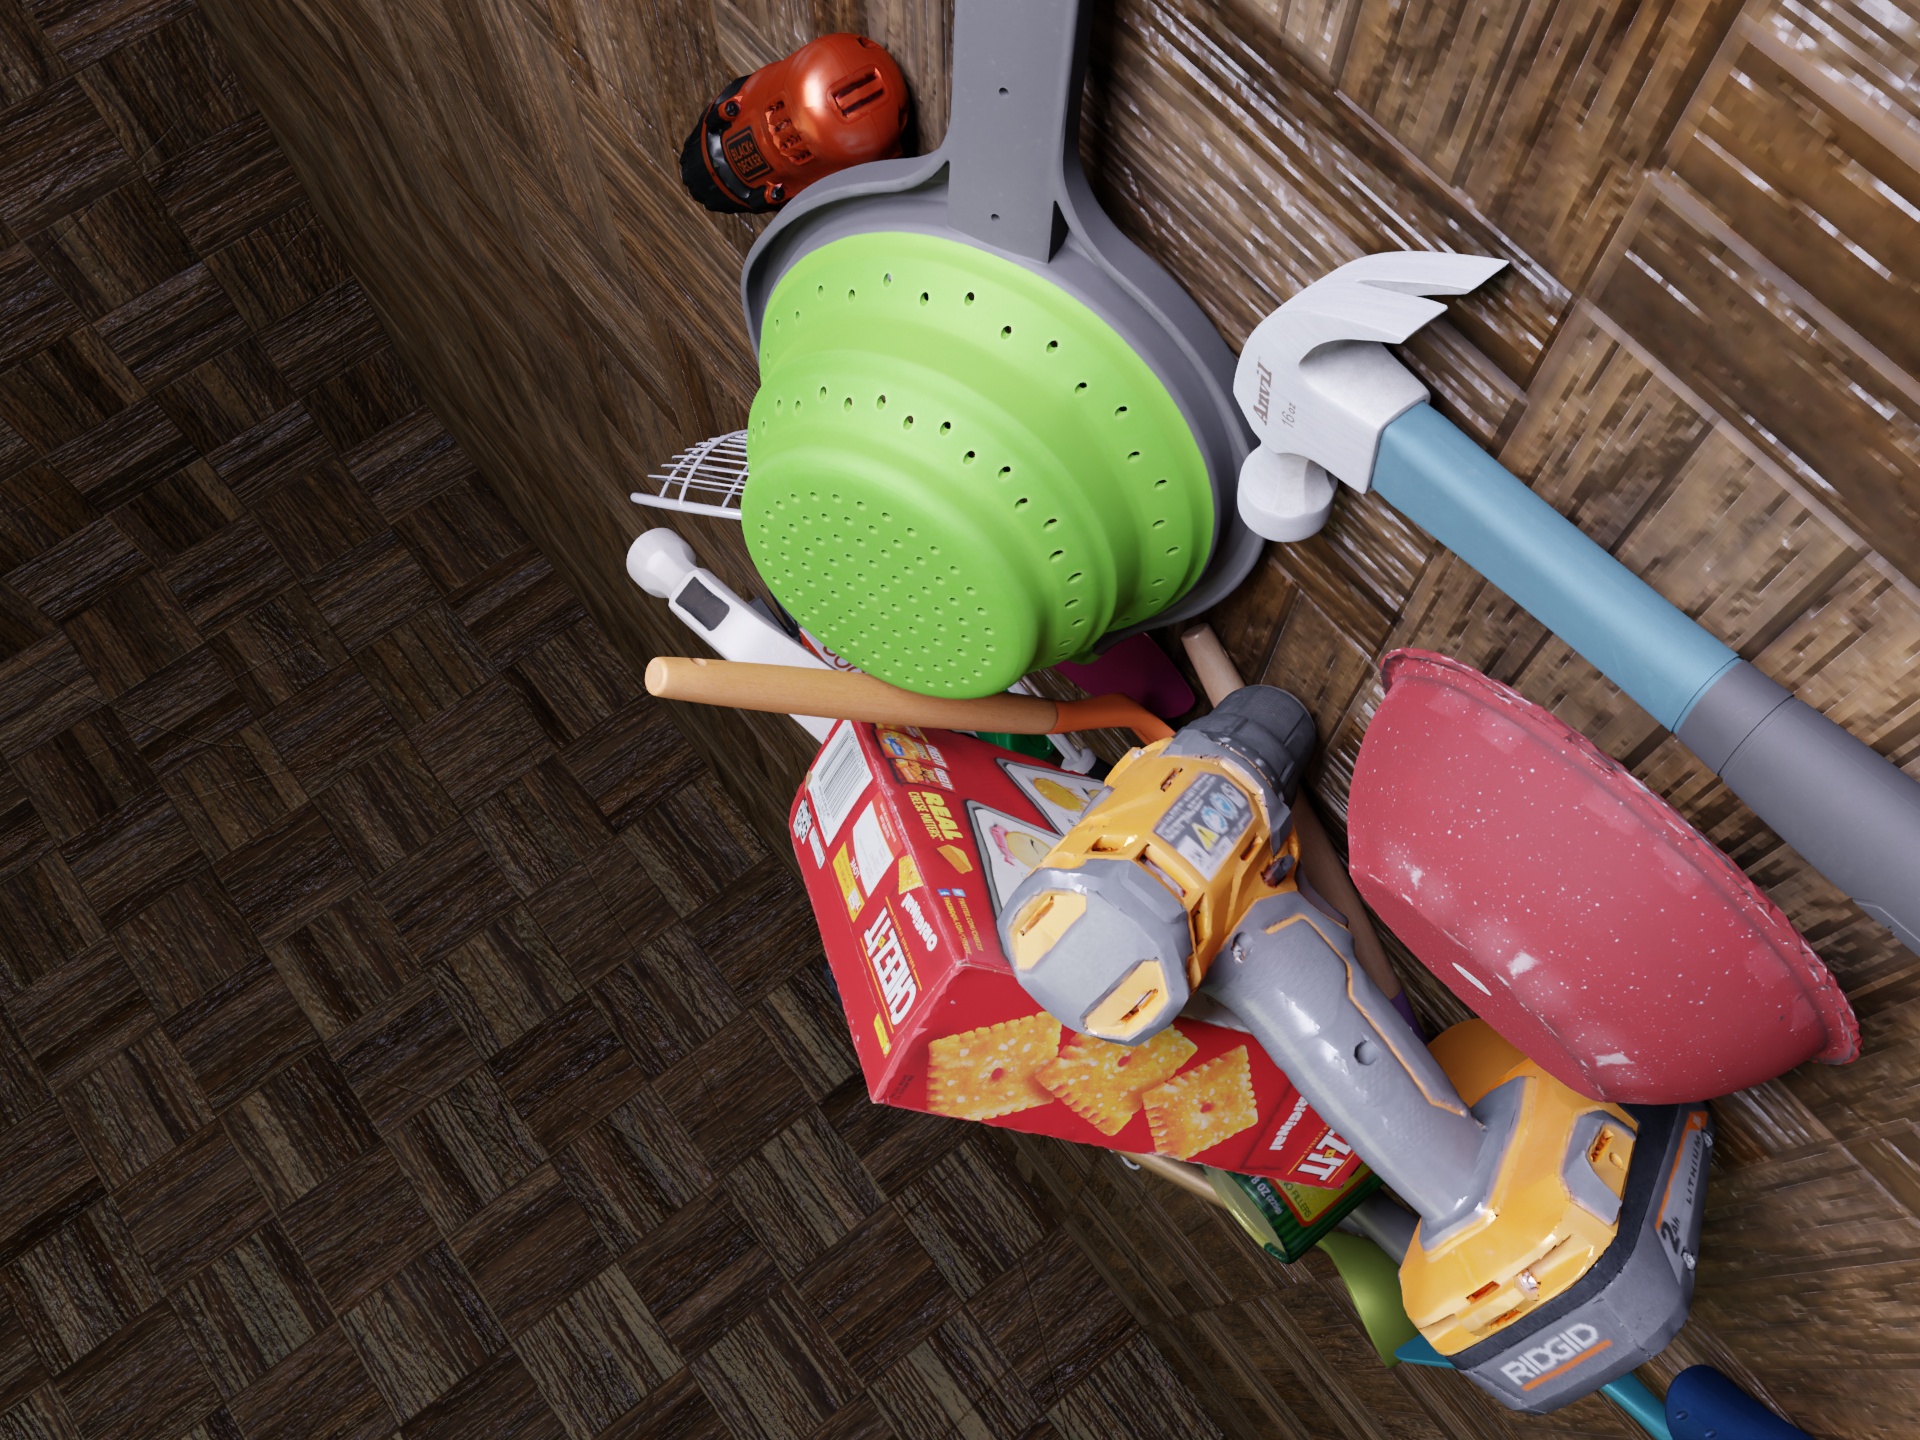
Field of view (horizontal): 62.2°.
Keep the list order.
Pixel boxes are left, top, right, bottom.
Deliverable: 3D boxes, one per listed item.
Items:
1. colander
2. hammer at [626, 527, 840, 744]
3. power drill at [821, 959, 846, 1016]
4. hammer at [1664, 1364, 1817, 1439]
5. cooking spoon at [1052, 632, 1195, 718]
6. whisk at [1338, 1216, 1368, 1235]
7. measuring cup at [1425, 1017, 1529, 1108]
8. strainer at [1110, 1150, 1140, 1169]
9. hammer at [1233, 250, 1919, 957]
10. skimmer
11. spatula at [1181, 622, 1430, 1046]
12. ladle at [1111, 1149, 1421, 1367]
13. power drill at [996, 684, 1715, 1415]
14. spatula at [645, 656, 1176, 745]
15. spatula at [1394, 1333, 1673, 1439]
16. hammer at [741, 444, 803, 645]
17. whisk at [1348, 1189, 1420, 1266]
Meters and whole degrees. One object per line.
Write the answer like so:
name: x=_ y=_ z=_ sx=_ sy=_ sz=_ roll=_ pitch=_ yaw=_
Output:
colander: x=-0.003 y=-0.118 z=0.469 sx=0.204 sy=0.094 sz=0.396 roll=25 pitch=150 yaw=13
hammer: x=-0.033 y=0.006 z=0.842 sx=0.130 sy=0.031 sz=0.331 roll=41 pitch=-176 yaw=38
power drill: x=0.024 y=0.187 z=1.020 sx=0.226 sy=0.080 sz=0.188 roll=-26 pitch=94 yaw=53
hammer: x=0.373 y=0.303 z=0.470 sx=0.144 sy=0.035 sz=0.405 roll=57 pitch=167 yaw=-13
cooking spoon: x=0.024 y=-0.042 z=0.814 sx=0.068 sy=0.017 sz=0.319 roll=51 pitch=165 yaw=-22
whisk: x=0.172 y=0.263 z=1.031 sx=0.285 sy=0.070 sz=0.070 roll=21 pitch=145 yaw=59
measuring cup: x=0.233 y=0.191 z=0.642 sx=0.173 sy=0.052 sz=0.095 roll=59 pitch=166 yaw=-28
strainer: x=0.055 y=0.194 z=1.088 sx=0.087 sy=0.050 sz=0.258 roll=-32 pitch=87 yaw=42
hammer: x=0.186 y=0.004 z=0.371 sx=0.331 sy=0.033 sz=0.128 roll=47 pitch=166 yaw=25
skimmer: x=-0.001 y=-0.002 z=0.769 sx=0.363 sy=0.090 sz=0.127 roll=48 pitch=173 yaw=-17
spatula: x=0.169 y=0.096 z=0.671 sx=0.315 sy=0.018 sz=0.060 roll=60 pitch=-158 yaw=-15
ladle: x=0.146 y=0.307 z=1.021 sx=0.320 sy=0.062 sz=0.078 roll=23 pitch=166 yaw=27
power drill: x=0.138 y=0.089 z=0.537 sx=0.226 sy=0.185 sz=0.084 roll=41 pitch=127 yaw=6
spatula: x=0.013 y=0.005 z=0.623 sx=0.322 sy=0.041 sz=0.081 roll=6 pitch=-154 yaw=-45
spatula: x=0.327 y=0.327 z=0.667 sx=0.318 sy=0.082 sz=0.044 roll=28 pitch=124 yaw=53
hammer: x=-0.119 y=-0.107 z=1.143 sx=0.146 sy=0.035 sz=0.334 roll=48 pitch=166 yaw=20
whisk: x=0.214 y=0.264 z=0.906 sx=0.239 sy=0.055 sz=0.055 roll=36 pitch=158 yaw=41
